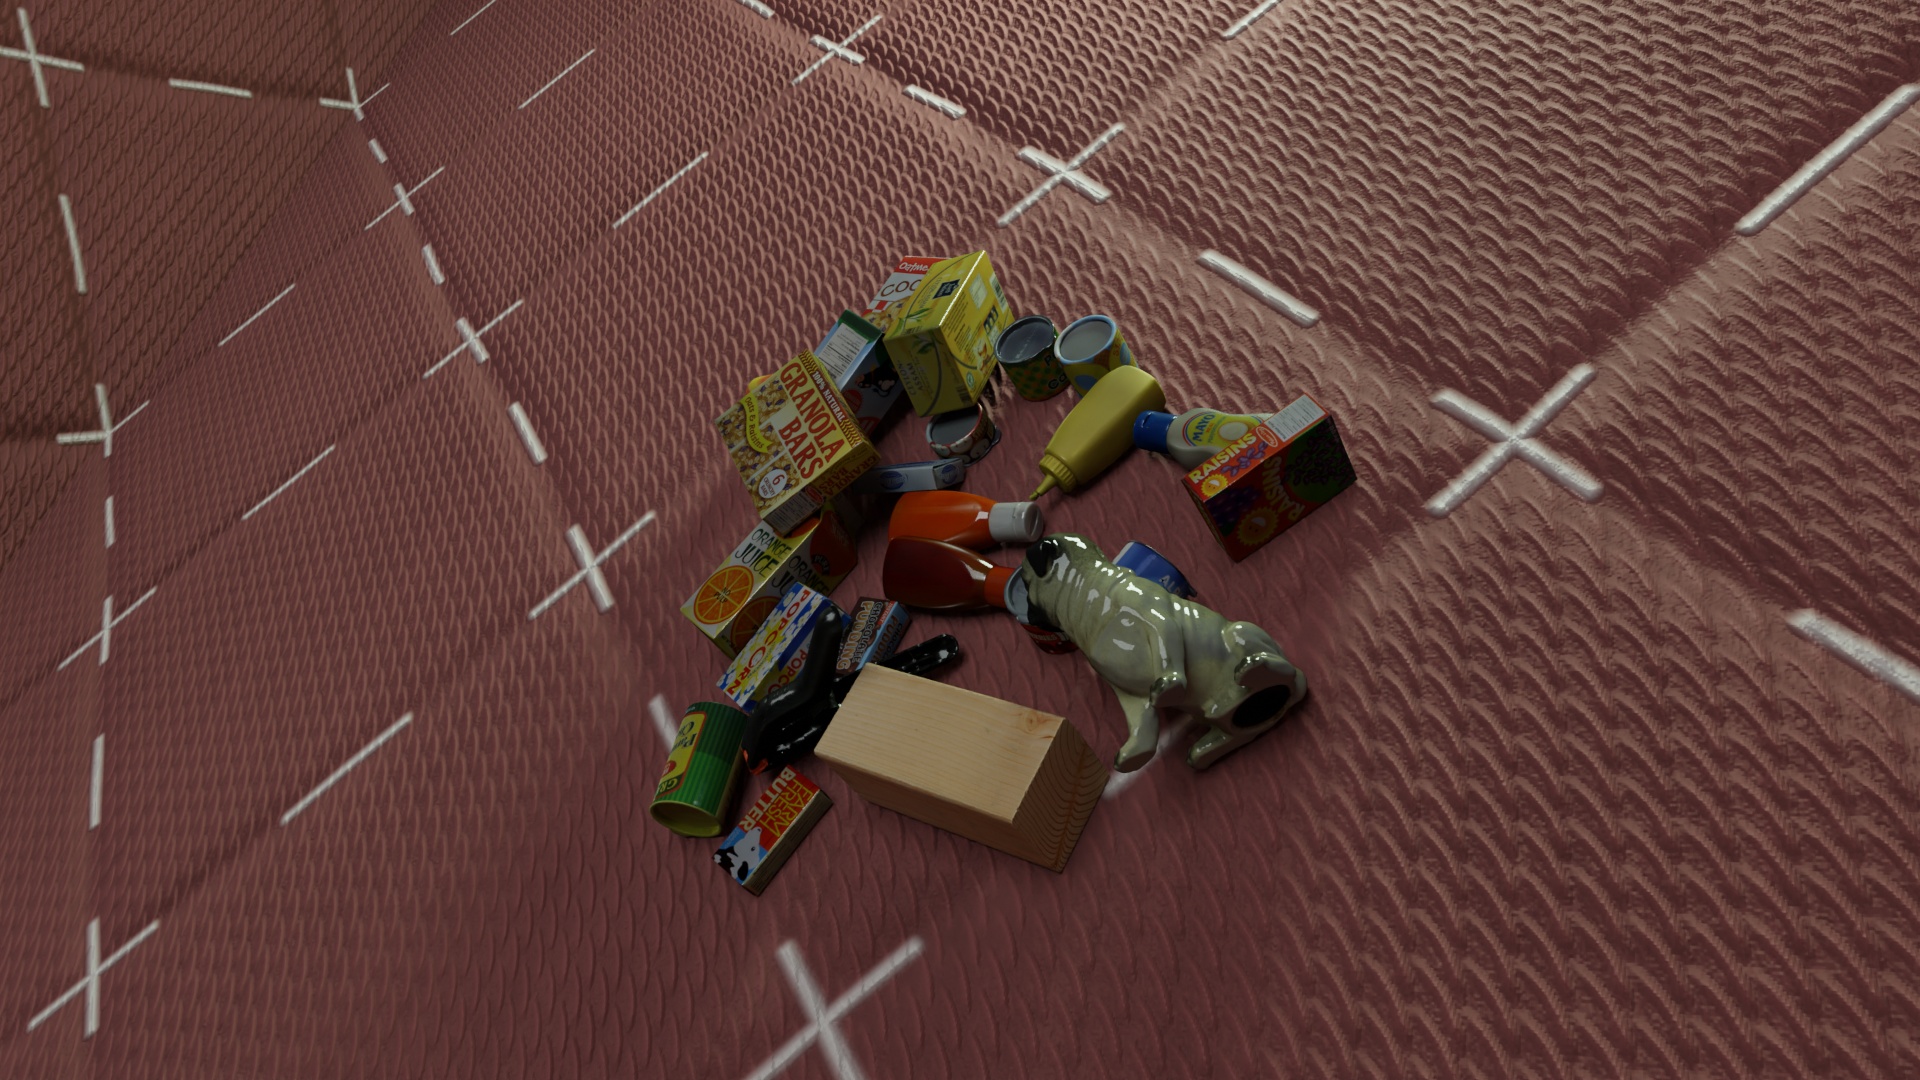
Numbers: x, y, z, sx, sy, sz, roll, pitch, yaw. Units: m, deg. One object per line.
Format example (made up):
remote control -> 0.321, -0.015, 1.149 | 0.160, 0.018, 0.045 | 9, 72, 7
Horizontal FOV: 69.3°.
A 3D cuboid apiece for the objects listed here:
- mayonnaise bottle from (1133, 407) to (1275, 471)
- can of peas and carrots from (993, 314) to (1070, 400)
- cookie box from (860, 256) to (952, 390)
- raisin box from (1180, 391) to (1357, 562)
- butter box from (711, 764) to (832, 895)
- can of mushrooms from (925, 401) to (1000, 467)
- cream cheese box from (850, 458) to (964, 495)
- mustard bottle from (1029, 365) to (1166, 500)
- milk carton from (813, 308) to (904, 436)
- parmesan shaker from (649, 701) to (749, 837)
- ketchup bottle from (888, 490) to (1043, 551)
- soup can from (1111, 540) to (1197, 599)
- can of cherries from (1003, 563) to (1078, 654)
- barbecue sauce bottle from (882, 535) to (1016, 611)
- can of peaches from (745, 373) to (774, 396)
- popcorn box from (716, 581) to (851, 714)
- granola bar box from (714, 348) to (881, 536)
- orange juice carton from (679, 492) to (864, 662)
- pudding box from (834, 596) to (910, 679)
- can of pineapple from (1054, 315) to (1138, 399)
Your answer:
mayonnaise bottle -> 0.221, -0.087, 1.217 | 0.148, 0.041, 0.065 | 14, 62, 41
can of peas and carrots -> 0.077, -0.183, 1.391 | 0.071, 0.058, 0.071 | -18, 45, 20
cookie box -> -0.053, -0.244, 1.552 | 0.123, 0.040, 0.168 | 13, 62, 41
raisin box -> 0.252, -0.051, 1.129 | 0.123, 0.086, 0.040 | -35, 43, 2
butter box -> -0.160, 0.247, 1.187 | 0.053, 0.024, 0.104 | 24, 69, 45
can of mushrooms -> 0.002, -0.109, 1.394 | 0.071, 0.033, 0.071 | -19, 43, 20
cream cheese box -> -0.053, -0.063, 1.377 | 0.103, 0.024, 0.053 | -3, 11, 33
mustard bottle -> 0.119, -0.092, 1.287 | 0.160, 0.048, 0.065 | -45, 40, -9
milk carton -> -0.136, -0.138, 1.458 | 0.190, 0.072, 0.073 | -53, 48, 1
parmesan shaker -> -0.231, 0.205, 1.244 | 0.071, 0.071, 0.103 | -9, 48, 28
ketchup bottle -> 0.005, -0.016, 1.299 | 0.148, 0.043, 0.065 | -1, 61, 34
soup can -> 0.139, 0.054, 1.128 | 0.084, 0.071, 0.071 | -49, 42, -12
can of cherries -> 0.077, 0.056, 1.173 | 0.071, 0.058, 0.072 | -18, 45, 19
barbecue sauce bottle -> 0.000, 0.035, 1.249 | 0.148, 0.044, 0.064 | 9, 95, 34
can of peaches -> -0.197, -0.156, 1.551 | 0.058, 0.071, 0.071 | -8, 49, 30
popcorn box -> -0.163, 0.104, 1.284 | 0.127, 0.038, 0.085 | -53, 26, -9
granola bar box -> -0.162, -0.098, 1.367 | 0.124, 0.039, 0.166 | -37, 47, 5
orange juice carton -> -0.173, 0.030, 1.359 | 0.193, 0.071, 0.073 | -48, 43, -12
pudding box -> -0.086, 0.095, 1.271 | 0.049, 0.030, 0.084 | 8, 58, 38
can of pineapple -> 0.133, -0.176, 1.347 | 0.071, 0.057, 0.071 | -19, 44, 19
